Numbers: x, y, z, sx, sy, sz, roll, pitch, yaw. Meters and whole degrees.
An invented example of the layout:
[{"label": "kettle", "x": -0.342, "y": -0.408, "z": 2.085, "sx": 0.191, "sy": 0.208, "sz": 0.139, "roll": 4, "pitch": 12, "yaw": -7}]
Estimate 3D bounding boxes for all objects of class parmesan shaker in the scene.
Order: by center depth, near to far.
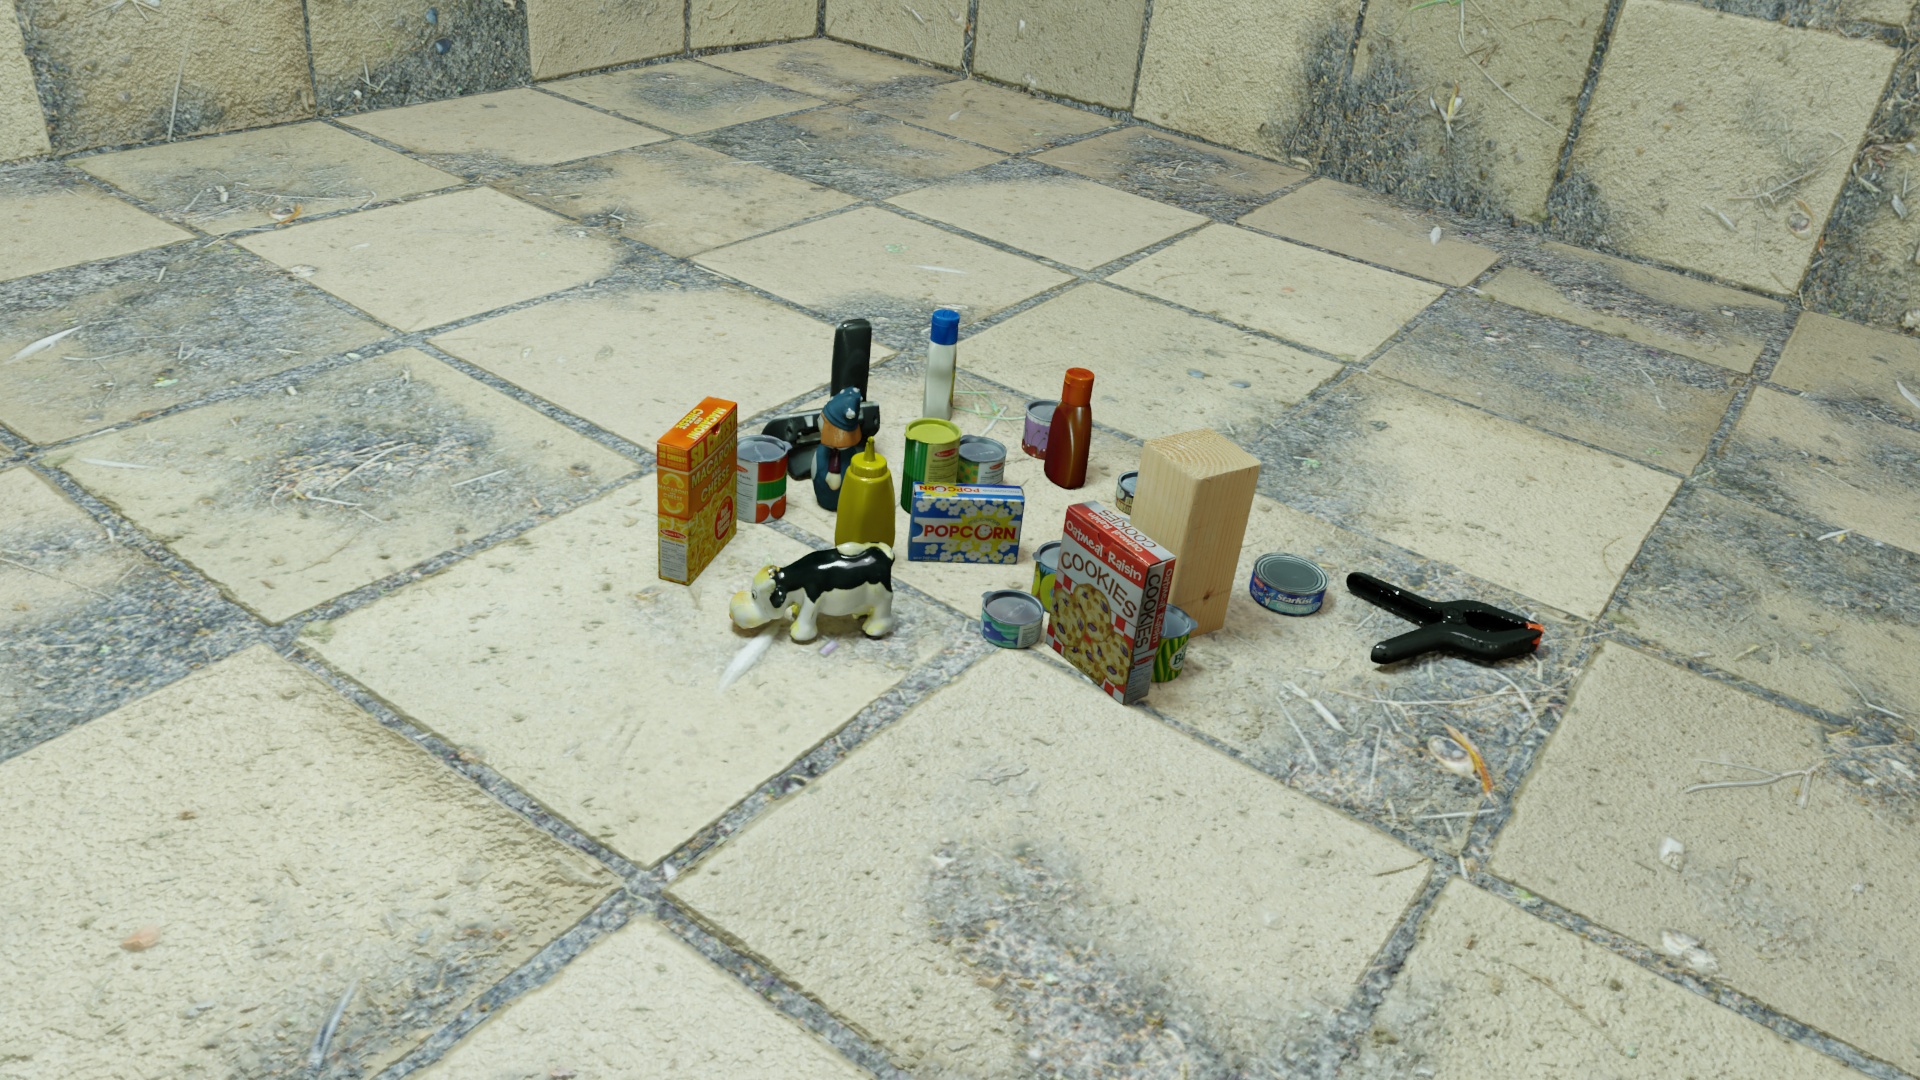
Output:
[{"label": "parmesan shaker", "x": -0.039, "y": -0.086, "z": 1.652, "sx": 0.071, "sy": 0.102, "sz": 0.071, "roll": 5, "pitch": 31, "yaw": -3}]

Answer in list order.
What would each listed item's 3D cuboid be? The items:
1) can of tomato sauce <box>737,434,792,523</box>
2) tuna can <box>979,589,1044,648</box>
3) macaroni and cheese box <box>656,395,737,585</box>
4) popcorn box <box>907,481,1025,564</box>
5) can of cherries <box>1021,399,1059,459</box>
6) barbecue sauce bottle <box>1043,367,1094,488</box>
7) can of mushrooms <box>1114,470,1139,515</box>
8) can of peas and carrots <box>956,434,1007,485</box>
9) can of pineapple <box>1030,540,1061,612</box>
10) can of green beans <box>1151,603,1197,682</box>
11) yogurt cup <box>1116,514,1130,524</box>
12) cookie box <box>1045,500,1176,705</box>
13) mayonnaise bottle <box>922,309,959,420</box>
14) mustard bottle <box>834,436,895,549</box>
[{"label": "can of tomato sauce", "x": -0.232, "y": -0.072, "z": 1.611, "sx": 0.071, "sy": 0.082, "sz": 0.071, "roll": 5, "pitch": 31, "yaw": -3}, {"label": "tuna can", "x": 0.052, "y": 0.082, "z": 1.461, "sx": 0.071, "sy": 0.032, "sz": 0.071, "roll": 5, "pitch": 31, "yaw": -3}, {"label": "macaroni and cheese box", "x": -0.281, "y": -0.054, "z": 1.493, "sx": 0.040, "sy": 0.165, "sz": 0.124, "roll": 13, "pitch": 31, "yaw": 11}, {"label": "popcorn box", "x": 0.006, "y": -0.020, "z": 1.569, "sx": 0.127, "sy": 0.084, "sz": 0.038, "roll": 2, "pitch": 31, "yaw": -8}, {"label": "can of cherries", "x": 0.113, "y": -0.146, "z": 1.825, "sx": 0.071, "sy": 0.058, "sz": 0.072, "roll": 5, "pitch": 31, "yaw": -3}, {"label": "barbecue sauce bottle", "x": 0.139, "y": -0.142, "z": 1.736, "sx": 0.044, "sy": 0.147, "sz": 0.065, "roll": -11, "pitch": 35, "yaw": -27}, {"label": "can of mushrooms", "x": 0.225, "y": -0.057, "z": 1.723, "sx": 0.071, "sy": 0.033, "sz": 0.071, "roll": 5, "pitch": 31, "yaw": -3}, {"label": "can of peas and carrots", "x": 0.020, "y": -0.089, "z": 1.713, "sx": 0.071, "sy": 0.058, "sz": 0.071, "roll": 5, "pitch": 31, "yaw": -3}, {"label": "can of pineapple", "x": 0.111, "y": 0.040, "z": 1.517, "sx": 0.071, "sy": 0.057, "sz": 0.071, "roll": 5, "pitch": 31, "yaw": -3}, {"label": "can of green beans", "x": 0.201, "y": 0.104, "z": 1.429, "sx": 0.071, "sy": 0.057, "sz": 0.071, "roll": 5, "pitch": 31, "yaw": -3}, {"label": "yogurt cup", "x": 0.177, "y": 0.009, "z": 1.585, "sx": 0.072, "sy": 0.053, "sz": 0.073, "roll": 5, "pitch": 31, "yaw": -3}, {"label": "cookie box", "x": 0.146, "y": 0.061, "z": 1.384, "sx": 0.040, "sy": 0.166, "sz": 0.123, "roll": -16, "pitch": 38, "yaw": -33}, {"label": "mayonnaise bottle", "x": -0.025, "y": -0.234, "z": 1.857, "sx": 0.041, "sy": 0.147, "sz": 0.065, "roll": 7, "pitch": 31, "yaw": 1}, {"label": "mustard bottle", "x": -0.102, "y": -0.045, "z": 1.518, "sx": 0.065, "sy": 0.159, "sz": 0.049, "roll": -21, "pitch": 40, "yaw": -38}]
